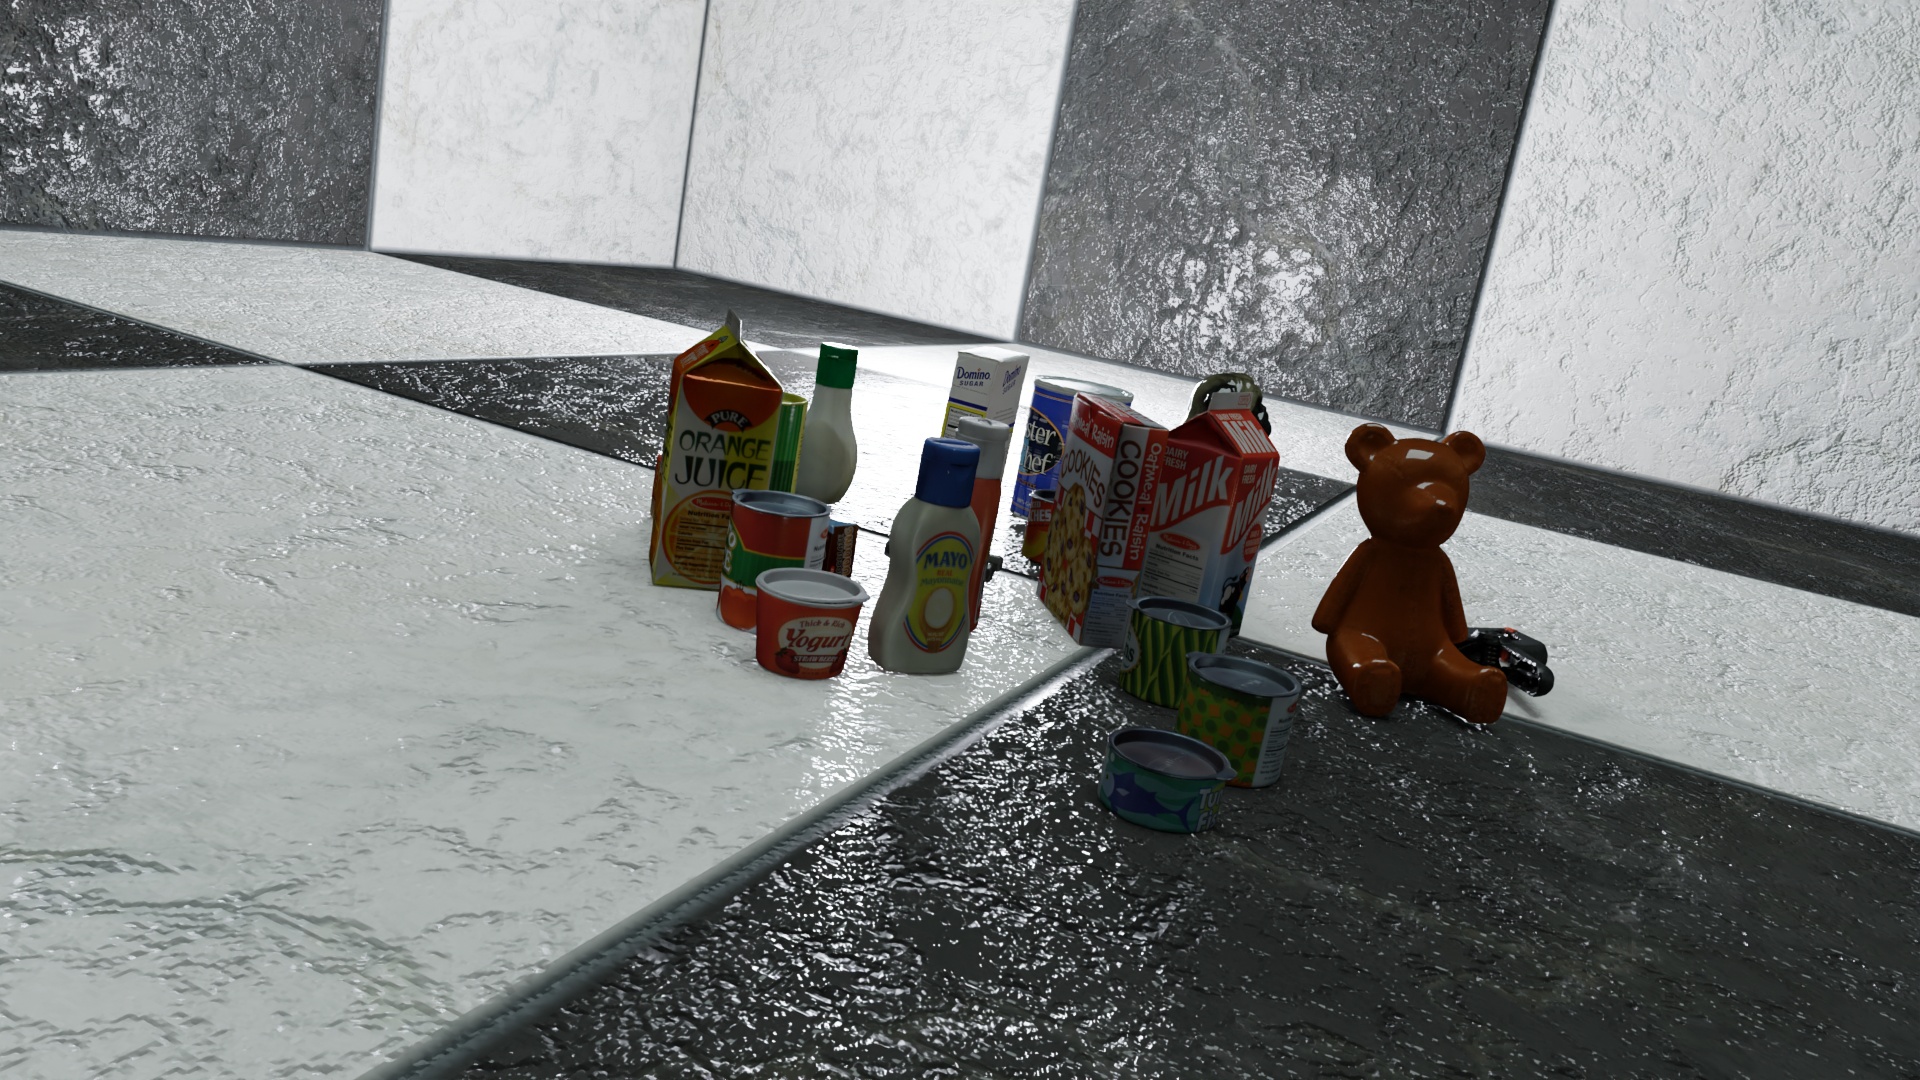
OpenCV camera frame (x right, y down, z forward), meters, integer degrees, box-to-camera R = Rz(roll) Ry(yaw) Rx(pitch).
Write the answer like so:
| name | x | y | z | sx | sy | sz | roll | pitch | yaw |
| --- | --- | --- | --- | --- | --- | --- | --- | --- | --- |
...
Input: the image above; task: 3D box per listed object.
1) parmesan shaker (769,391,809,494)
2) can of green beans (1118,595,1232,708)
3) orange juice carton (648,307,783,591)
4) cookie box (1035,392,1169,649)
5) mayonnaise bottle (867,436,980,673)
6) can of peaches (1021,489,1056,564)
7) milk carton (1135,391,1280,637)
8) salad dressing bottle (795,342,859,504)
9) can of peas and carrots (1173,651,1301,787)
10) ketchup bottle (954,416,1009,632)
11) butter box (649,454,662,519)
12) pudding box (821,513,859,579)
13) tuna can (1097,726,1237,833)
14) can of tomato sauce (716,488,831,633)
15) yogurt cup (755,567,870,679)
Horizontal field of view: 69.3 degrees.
| name | x | y | z | sx | sy | sz | roll | pitch | yaw |
| --- | --- | --- | --- | --- | --- | --- | --- | --- | --- |
| parmesan shaker | -0.174 | -0.078 | 1.229 | 0.071 | 0.102 | 0.071 | 10 | 13 | -2 |
| can of green beans | 0.142 | 0.074 | 0.927 | 0.071 | 0.057 | 0.071 | 10 | 13 | -2 |
| orange juice carton | -0.173 | -0.066 | 0.985 | 0.073 | 0.192 | 0.072 | 6 | 13 | -17 |
| cookie box | 0.103 | -0.018 | 1.046 | 0.040 | 0.167 | 0.123 | 7 | 13 | -14 |
| mayonnaise bottle | -0.018 | 0.010 | 0.881 | 0.065 | 0.147 | 0.041 | 3 | 15 | -30 |
| can of peaches | 0.089 | -0.010 | 1.238 | 0.071 | 0.058 | 0.071 | 10 | 13 | -2 |
| milk carton | 0.190 | -0.022 | 1.075 | 0.073 | 0.190 | 0.072 | 19 | 15 | 33 |
| salad dressing bottle | -0.123 | -0.110 | 1.303 | 0.064 | 0.147 | 0.044 | 13 | 13 | 11 |
| can of peas and carrots | 0.158 | 0.104 | 0.814 | 0.071 | 0.058 | 0.071 | 10 | 13 | -2 |
| ketchup bottle | 0.004 | -0.012 | 0.988 | 0.043 | 0.148 | 0.065 | 9 | 13 | -6 |
| butter box | -0.227 | -0.032 | 1.107 | 0.024 | 0.053 | 0.104 | 5 | 14 | -21 |
| pudding box | -0.118 | 0.000 | 1.061 | 0.084 | 0.049 | 0.030 | 20 | 16 | 37 |
| tuna can | 0.110 | 0.127 | 0.737 | 0.071 | 0.032 | 0.071 | 10 | 13 | -2 |
| can of tomato sauce | -0.127 | 0.014 | 0.925 | 0.071 | 0.083 | 0.071 | 10 | 13 | -2 |
| yogurt cup | -0.095 | 0.051 | 0.855 | 0.072 | 0.053 | 0.072 | 10 | 13 | -2 |
